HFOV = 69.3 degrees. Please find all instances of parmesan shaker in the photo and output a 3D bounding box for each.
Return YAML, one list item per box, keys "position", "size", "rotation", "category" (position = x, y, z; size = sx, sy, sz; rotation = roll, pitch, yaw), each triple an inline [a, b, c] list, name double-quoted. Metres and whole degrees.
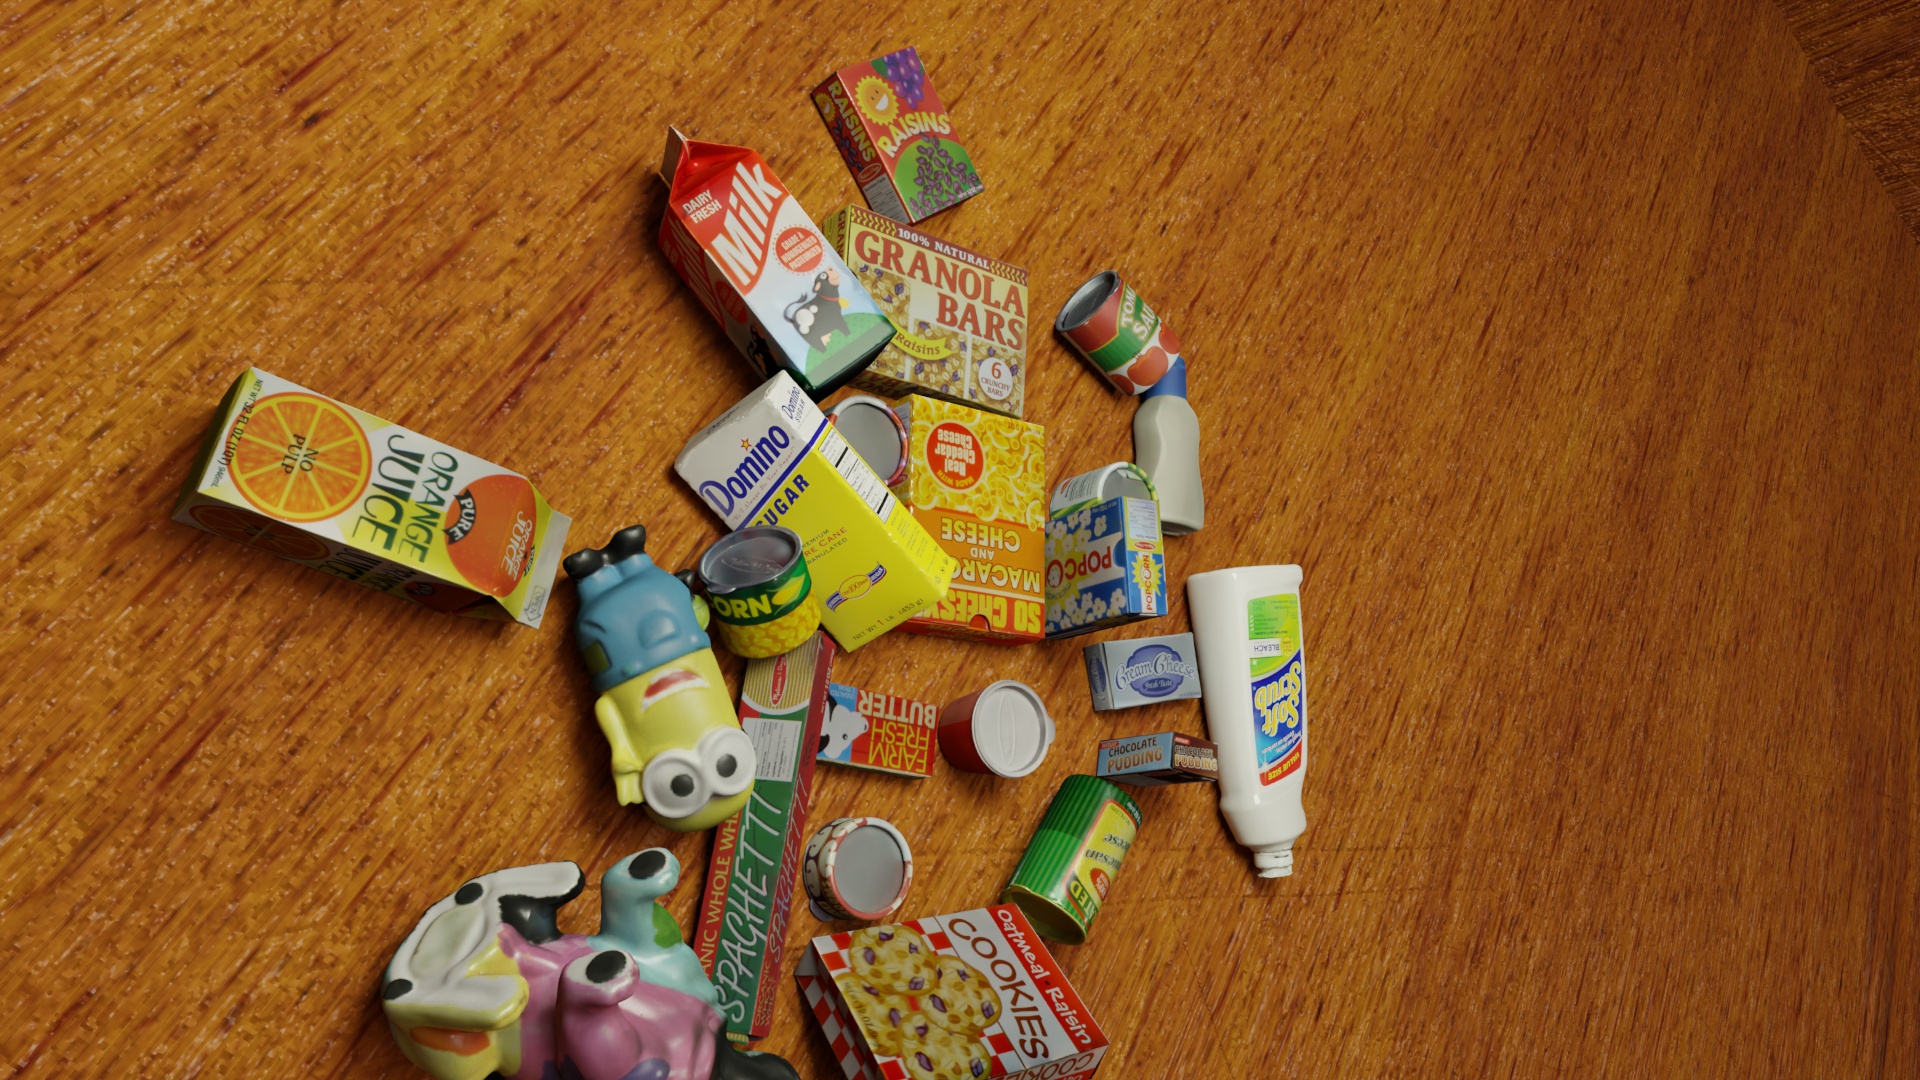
- position: [0.080, 0.226, 0.995]
  size: [0.071, 0.071, 0.103]
  rotation: [46, 56, -19]
  category: "parmesan shaker"

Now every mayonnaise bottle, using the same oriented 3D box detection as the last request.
- position: [0.172, -0.081, 1.162]
  size: [0.065, 0.041, 0.148]
  rotation: [13, 70, -36]
  category: "mayonnaise bottle"

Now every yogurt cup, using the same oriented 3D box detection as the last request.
- position: [0.021, 0.135, 0.982]
  size: [0.072, 0.054, 0.072]
  rotation: [10, 73, -35]
  category: "yogurt cup"

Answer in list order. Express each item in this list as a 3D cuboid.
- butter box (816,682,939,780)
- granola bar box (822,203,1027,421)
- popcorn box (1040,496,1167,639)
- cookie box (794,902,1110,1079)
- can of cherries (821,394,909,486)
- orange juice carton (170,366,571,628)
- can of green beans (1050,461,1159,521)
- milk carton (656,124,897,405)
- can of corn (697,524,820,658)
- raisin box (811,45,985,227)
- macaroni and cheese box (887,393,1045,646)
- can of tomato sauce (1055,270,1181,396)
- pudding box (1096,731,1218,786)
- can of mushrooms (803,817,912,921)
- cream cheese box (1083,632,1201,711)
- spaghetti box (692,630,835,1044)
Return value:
- position: [-0.064, 0.129, 0.938]
  size: [0.103, 0.024, 0.053]
  rotation: [16, 70, -33]
  category: "butter box"
- position: [-0.026, -0.164, 1.032]
  size: [0.166, 0.039, 0.124]
  rotation: [13, 71, -34]
  category: "granola bar box"
- position: [0.096, 0.023, 1.022]
  size: [0.038, 0.126, 0.085]
  rotation: [6, 75, -32]
  category: "popcorn box"
- position: [-0.005, 0.301, 0.887]
  size: [0.168, 0.040, 0.123]
  rotation: [2, 35, -37]
  category: "cookie box"
- position: [-0.076, -0.059, 0.954]
  size: [0.071, 0.058, 0.071]
  rotation: [11, 72, -35]
  category: "can of cherries"
- position: [-0.309, -0.015, 0.756]
  size: [0.192, 0.073, 0.072]
  rotation: [25, 65, -31]
  category: "orange juice carton"
- position: [0.114, -0.024, 1.091]
  size: [0.071, 0.057, 0.071]
  rotation: [10, 73, -35]
  category: "can of green beans"
- position: [-0.135, -0.182, 0.912]
  size: [0.074, 0.072, 0.190]
  rotation: [-39, 92, -22]
  category: "milk carton"
- position: [-0.127, 0.034, 0.875]
  size: [0.071, 0.071, 0.058]
  rotation: [-42, 134, -36]
  category: "can of corn"
- position: [-0.046, -0.302, 1.052]
  size: [0.086, 0.040, 0.123]
  rotation: [-35, 101, -37]
  category: "raisin box"
- position: [0.004, -0.013, 1.015]
  size: [0.124, 0.040, 0.167]
  rotation: [10, 72, -34]
  category: "macaroni and cheese box"
- position: [0.131, -0.169, 1.134]
  size: [0.083, 0.071, 0.071]
  rotation: [41, 57, -23]
  category: "can of tomato sauce"
- position: [0.149, 0.167, 1.053]
  size: [0.049, 0.083, 0.030]
  rotation: [19, 67, -32]
  category: "pudding box"
- position: [-0.067, 0.216, 0.907]
  size: [0.071, 0.033, 0.071]
  rotation: [10, 73, -36]
  category: "can of mushrooms"
- position: [0.147, 0.104, 1.105]
  size: [0.104, 0.024, 0.053]
  rotation: [-2, 80, -38]
  category: "cream cheese box"
- position: [-0.124, 0.178, 0.860]
  size: [0.028, 0.050, 0.251]
  rotation: [51, 44, -62]
  category: "spaghetti box"
